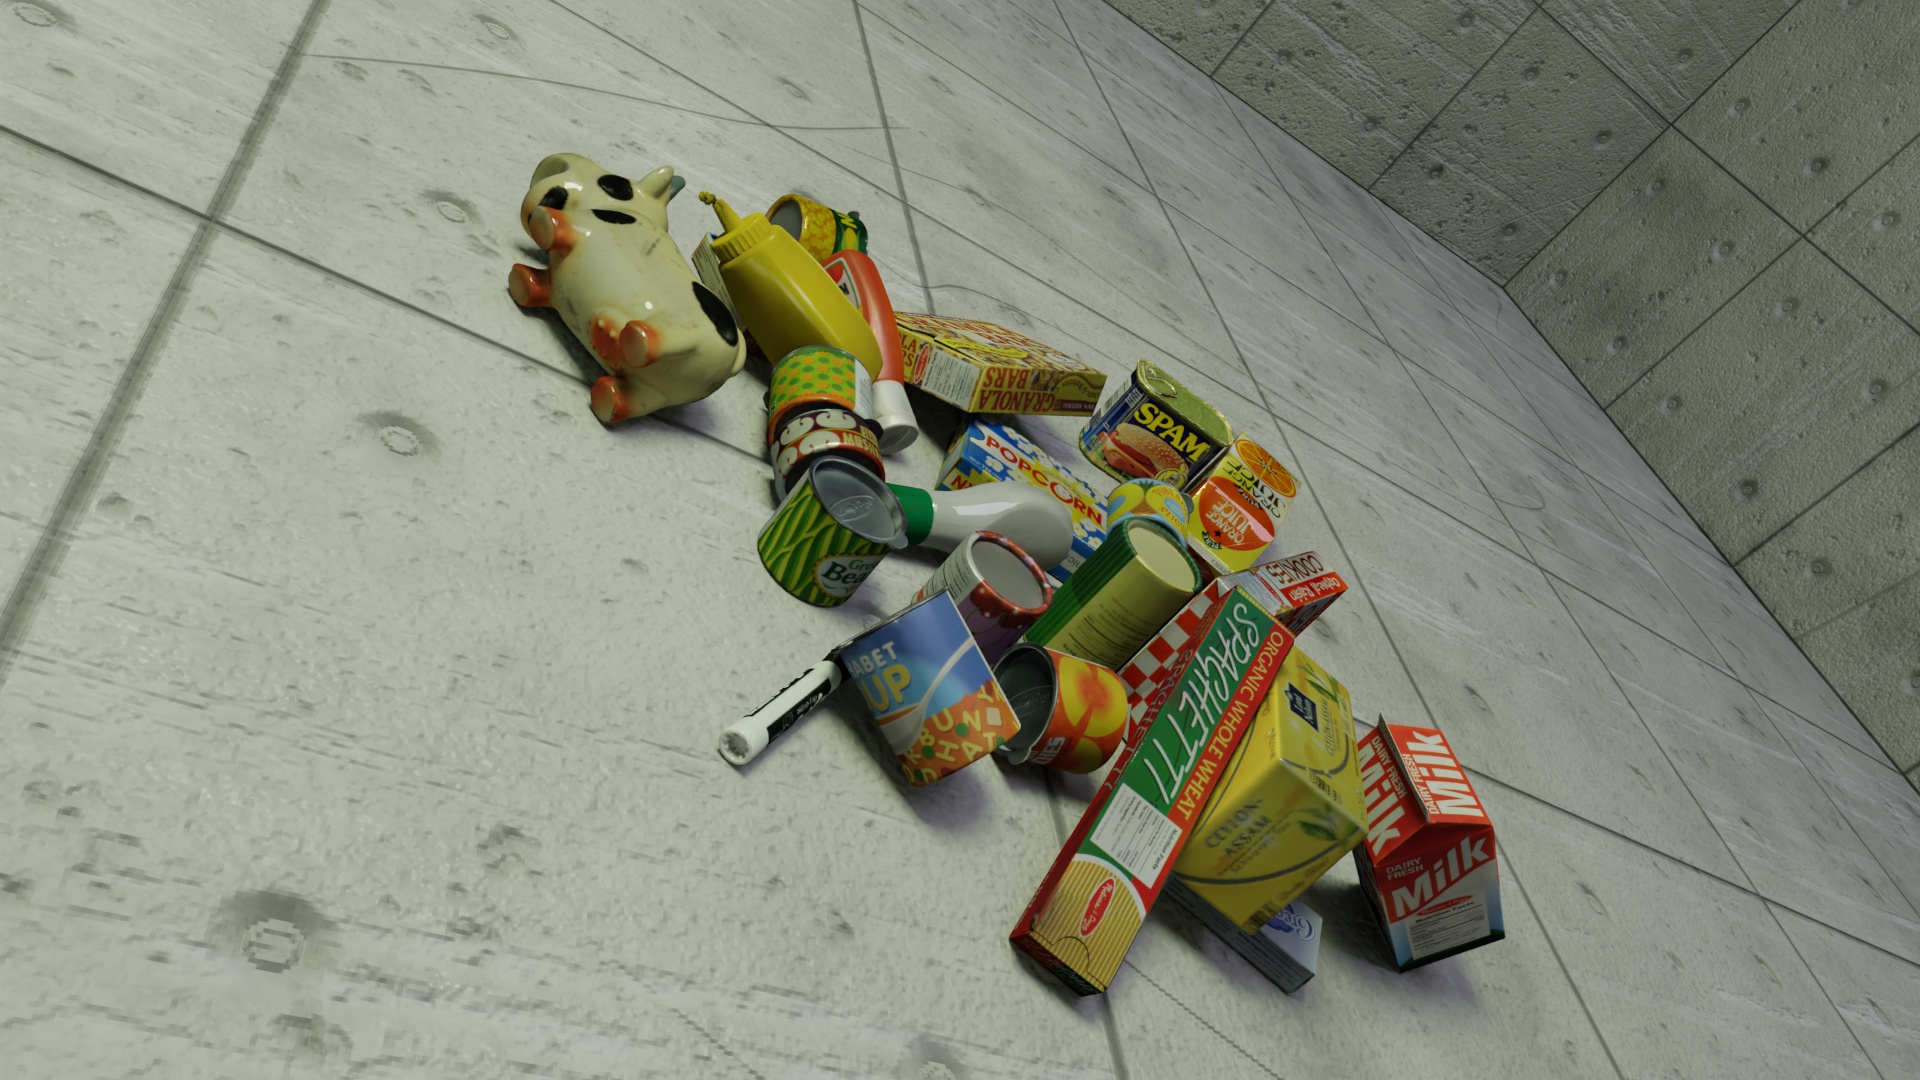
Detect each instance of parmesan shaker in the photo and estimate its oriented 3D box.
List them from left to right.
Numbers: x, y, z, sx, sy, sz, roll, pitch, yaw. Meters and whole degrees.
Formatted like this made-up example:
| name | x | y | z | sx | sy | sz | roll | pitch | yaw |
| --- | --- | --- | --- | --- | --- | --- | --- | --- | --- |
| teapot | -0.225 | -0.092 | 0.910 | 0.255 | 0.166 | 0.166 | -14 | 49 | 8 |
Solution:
| name | x | y | z | sx | sy | sz | roll | pitch | yaw |
| --- | --- | --- | --- | --- | --- | --- | --- | --- | --- |
| parmesan shaker | 0.099 | 0.043 | 0.887 | 0.071 | 0.102 | 0.072 | 31 | 30 | -20 |

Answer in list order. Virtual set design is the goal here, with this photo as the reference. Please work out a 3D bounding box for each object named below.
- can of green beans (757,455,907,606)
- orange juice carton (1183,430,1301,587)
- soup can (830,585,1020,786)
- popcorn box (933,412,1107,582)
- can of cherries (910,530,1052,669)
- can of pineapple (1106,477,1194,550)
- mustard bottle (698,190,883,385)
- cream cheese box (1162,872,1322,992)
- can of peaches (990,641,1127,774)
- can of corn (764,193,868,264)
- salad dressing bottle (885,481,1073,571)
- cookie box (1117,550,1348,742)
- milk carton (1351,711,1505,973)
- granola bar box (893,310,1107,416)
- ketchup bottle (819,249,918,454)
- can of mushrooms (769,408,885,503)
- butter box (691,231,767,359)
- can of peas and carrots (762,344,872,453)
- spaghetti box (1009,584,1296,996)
| name | x | y | z | sx | sy | sz | roll | pitch | yaw |
| --- | --- | --- | --- | --- | --- | --- | --- | --- | --- |
| can of green beans | -0.073 | -0.005 | 0.791 | 0.071 | 0.057 | 0.071 | 30 | 30 | -20 |
| orange juice carton | 0.219 | -0.020 | 1.152 | 0.072 | 0.072 | 0.193 | 43 | 29 | 3 |
| soup can | -0.019 | 0.077 | 0.719 | 0.084 | 0.071 | 0.071 | 62 | 30 | 1 |
| popcorn box | 0.046 | -0.032 | 0.995 | 0.126 | 0.038 | 0.085 | 34 | 30 | -12 |
| can of cherries | 0.015 | 0.037 | 0.840 | 0.071 | 0.058 | 0.072 | 30 | 31 | -20 |
| can of pineapple | 0.138 | -0.006 | 1.038 | 0.071 | 0.070 | 0.058 | 36 | 30 | -11 |
| mustard bottle | -0.114 | -0.159 | 0.889 | 0.159 | 0.065 | 0.049 | 55 | 38 | -25 |
| cream cheese box | 0.165 | 0.212 | 0.815 | 0.104 | 0.024 | 0.053 | 39 | 30 | -3 |
| can of peaches | 0.053 | 0.099 | 0.795 | 0.058 | 0.071 | 0.071 | 20 | 35 | -35 |
| can of corn | -0.110 | -0.219 | 1.029 | 0.058 | 0.071 | 0.071 | 14 | 39 | -40 |
| salad dressing bottle | 0.003 | -0.011 | 0.894 | 0.148 | 0.064 | 0.044 | 8 | 32 | -35 |
| cookie box | 0.177 | 0.067 | 0.928 | 0.040 | 0.122 | 0.168 | 51 | 30 | 19 |
| milk carton | 0.279 | 0.183 | 0.848 | 0.189 | 0.073 | 0.073 | 63 | 9 | -45 |
| granola bar box | 0.016 | -0.135 | 1.051 | 0.124 | 0.039 | 0.166 | 29 | 20 | 32 |
| ketchup bottle | -0.068 | -0.129 | 0.970 | 0.043 | 0.064 | 0.149 | 14 | 46 | -49 |
| can of mushrooms | -0.077 | -0.045 | 0.829 | 0.071 | 0.070 | 0.033 | 21 | 36 | -33 |
| butter box | -0.146 | -0.167 | 0.962 | 0.053 | 0.024 | 0.104 | 11 | 40 | -42 |
| can of peas and carrots | -0.090 | -0.079 | 0.868 | 0.071 | 0.070 | 0.059 | 27 | 32 | -25 |
| spaghetti box | 0.110 | 0.127 | 0.748 | 0.050 | 0.028 | 0.251 | 40 | 56 | -3 |
